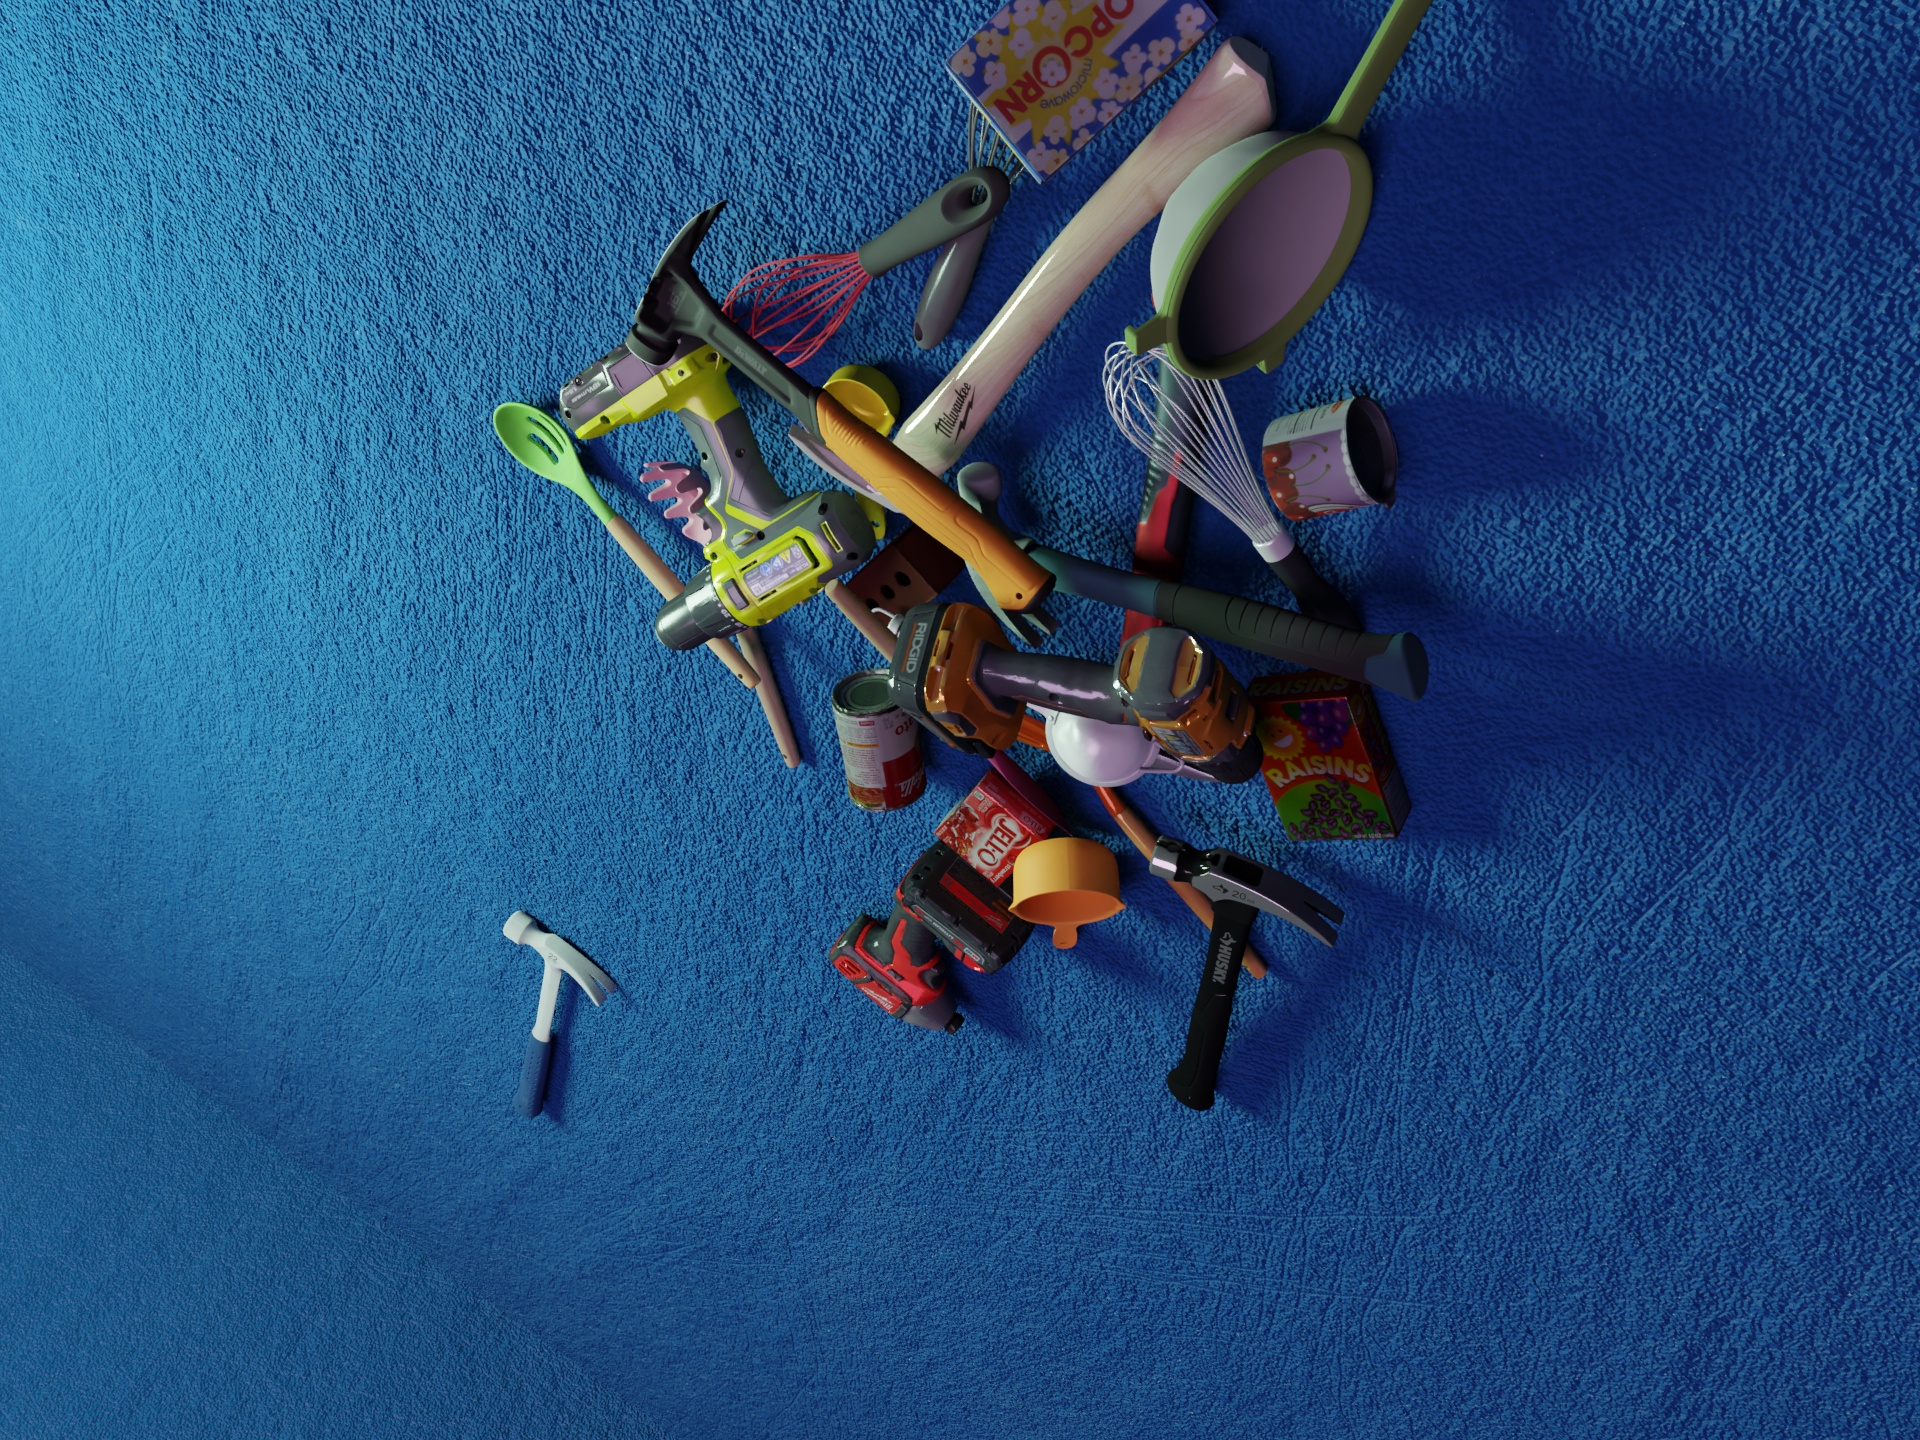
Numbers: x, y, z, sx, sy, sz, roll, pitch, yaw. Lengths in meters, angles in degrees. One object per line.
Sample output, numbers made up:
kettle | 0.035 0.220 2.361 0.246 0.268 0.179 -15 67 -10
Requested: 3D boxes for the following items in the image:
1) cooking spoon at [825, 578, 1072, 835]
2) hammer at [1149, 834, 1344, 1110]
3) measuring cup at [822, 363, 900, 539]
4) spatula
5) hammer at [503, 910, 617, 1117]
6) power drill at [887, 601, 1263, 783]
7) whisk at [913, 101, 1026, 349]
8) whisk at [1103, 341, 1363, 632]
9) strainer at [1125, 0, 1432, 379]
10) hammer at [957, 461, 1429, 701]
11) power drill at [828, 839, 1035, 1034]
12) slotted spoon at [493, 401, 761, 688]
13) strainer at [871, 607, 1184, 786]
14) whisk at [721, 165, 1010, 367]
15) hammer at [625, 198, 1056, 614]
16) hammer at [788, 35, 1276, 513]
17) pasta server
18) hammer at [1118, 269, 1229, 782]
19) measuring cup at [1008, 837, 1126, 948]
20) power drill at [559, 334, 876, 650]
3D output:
cooking spoon | -0.002 -0.004 1.210 0.318 0.017 0.069 46 -179 -37
hammer | 0.214 0.225 1.298 0.146 0.035 0.334 18 140 16
measuring cup | -0.067 -0.198 1.176 0.062 0.029 0.156 14 144 16
spatula | 0.135 0.095 1.263 0.322 0.041 0.081 48 161 -11
hammer | -0.513 0.388 1.967 0.144 0.035 0.405 33 137 8
power drill | 0.088 -0.011 1.068 0.226 0.084 0.185 7 163 29
whisk | 0.009 -0.323 0.998 0.055 0.055 0.238 35 142 5
whisk | 0.180 -0.133 0.995 0.070 0.070 0.284 -14 133 41
strainer | 0.175 -0.310 0.860 0.069 0.151 0.256 46 123 28
hammer | 0.144 -0.077 1.042 0.331 0.033 0.128 19 137 29
power drill | -0.024 0.207 1.446 0.143 0.078 0.219 40 140 0
slotted spoon | -0.275 -0.147 1.335 0.314 0.031 0.070 49 138 -1
strainer | 0.043 -0.018 1.168 0.258 0.050 0.086 29 119 10
whisk | -0.069 -0.294 1.039 0.296 0.073 0.073 -12 117 49
hammer | -0.069 -0.193 1.055 0.337 0.034 0.127 40 133 -1
hammer | 0.042 -0.267 1.003 0.146 0.038 0.410 29 138 -18
pasta server | -0.192 -0.084 1.344 0.060 0.040 0.316 21 138 43
hammer | 0.150 -0.120 1.074 0.143 0.038 0.386 21 134 18
measuring cup | 0.088 0.146 1.335 0.095 0.052 0.173 -2 156 2
power drill | -0.196 -0.174 1.196 0.190 0.080 0.228 -27 102 23
